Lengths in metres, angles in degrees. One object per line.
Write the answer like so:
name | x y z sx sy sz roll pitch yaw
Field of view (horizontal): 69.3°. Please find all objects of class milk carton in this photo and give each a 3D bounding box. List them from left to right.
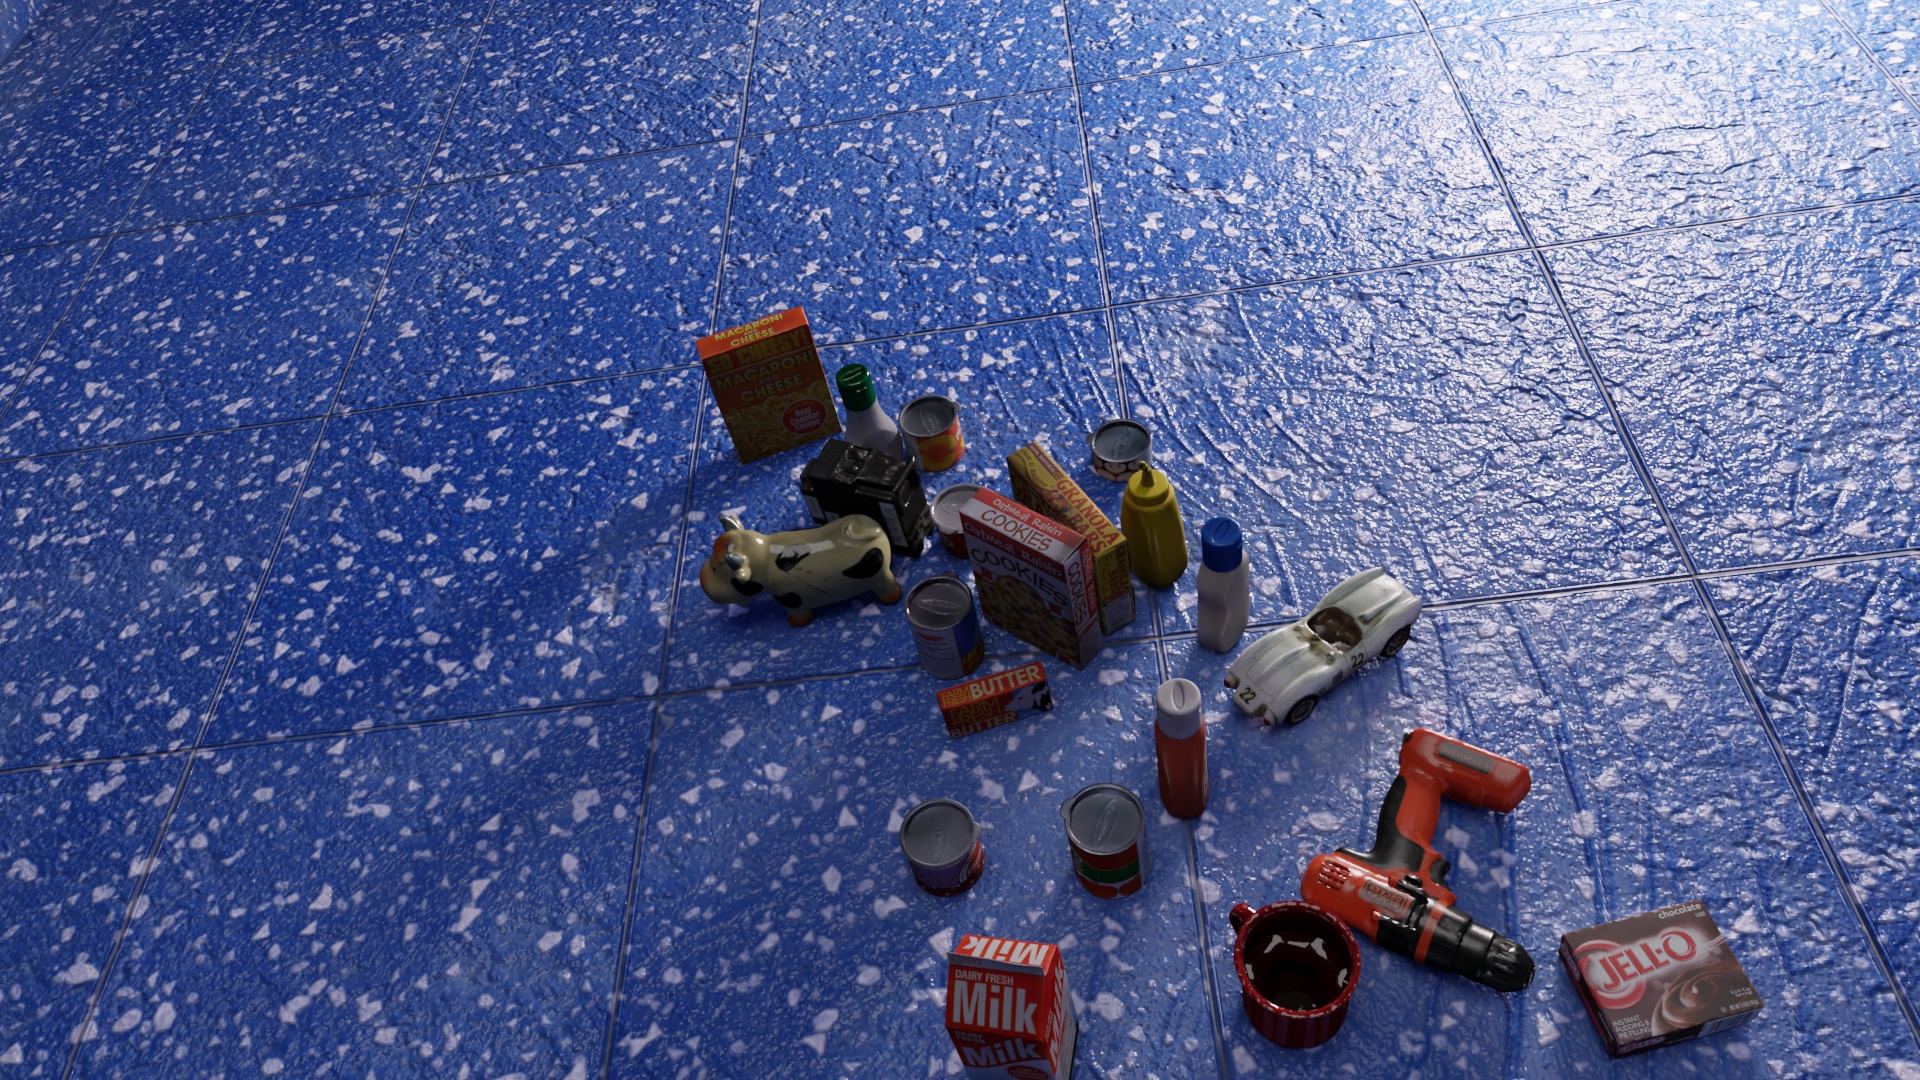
milk carton | 0.039 0.351 1.028 0.072 0.189 0.074 3 50 15

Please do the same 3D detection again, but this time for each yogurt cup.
yogurt cup | 0.005 -0.018 1.449 0.072 0.053 0.073 -6 49 7

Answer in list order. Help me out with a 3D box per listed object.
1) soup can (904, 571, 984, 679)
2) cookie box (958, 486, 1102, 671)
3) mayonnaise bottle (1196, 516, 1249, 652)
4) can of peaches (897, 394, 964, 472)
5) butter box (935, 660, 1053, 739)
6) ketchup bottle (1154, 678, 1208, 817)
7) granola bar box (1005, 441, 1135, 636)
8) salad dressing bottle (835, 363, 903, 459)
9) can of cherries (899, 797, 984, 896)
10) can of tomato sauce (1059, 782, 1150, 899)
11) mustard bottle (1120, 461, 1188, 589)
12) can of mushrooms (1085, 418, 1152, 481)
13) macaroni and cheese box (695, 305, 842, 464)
soup can | -0.013 0.083 1.345 0.071 0.083 0.072 -6 49 7
cookie box | 0.069 0.037 1.312 0.123 0.166 0.040 27 60 30
mayonnaise bottle | 0.243 0.038 1.287 0.041 0.147 0.065 21 57 27
can of peaches | -0.029 -0.119 1.542 0.071 0.057 0.071 -6 49 7
butter box | 0.032 0.149 1.298 0.103 0.053 0.024 -16 48 -2
ketchup bottle | 0.187 0.174 1.180 0.043 0.148 0.065 -5 49 8
granola bar box | 0.109 -0.003 1.368 0.039 0.123 0.166 -28 50 -13
salad dressing bottle | -0.101 -0.126 1.504 0.064 0.147 0.044 -28 50 -13
can of cherries | -0.013 0.266 1.201 0.071 0.058 0.072 -6 49 7
can of tomato sauce | 0.122 0.254 1.168 0.071 0.082 0.071 -6 49 7
mustard bottle | 0.186 -0.021 1.344 0.049 0.159 0.065 -34 51 -17
can of mushrooms | 0.171 -0.098 1.498 0.071 0.033 0.071 -6 48 7
macaroni and cheese box | -0.212 -0.172 1.554 0.124 0.165 0.040 -19 48 -5
